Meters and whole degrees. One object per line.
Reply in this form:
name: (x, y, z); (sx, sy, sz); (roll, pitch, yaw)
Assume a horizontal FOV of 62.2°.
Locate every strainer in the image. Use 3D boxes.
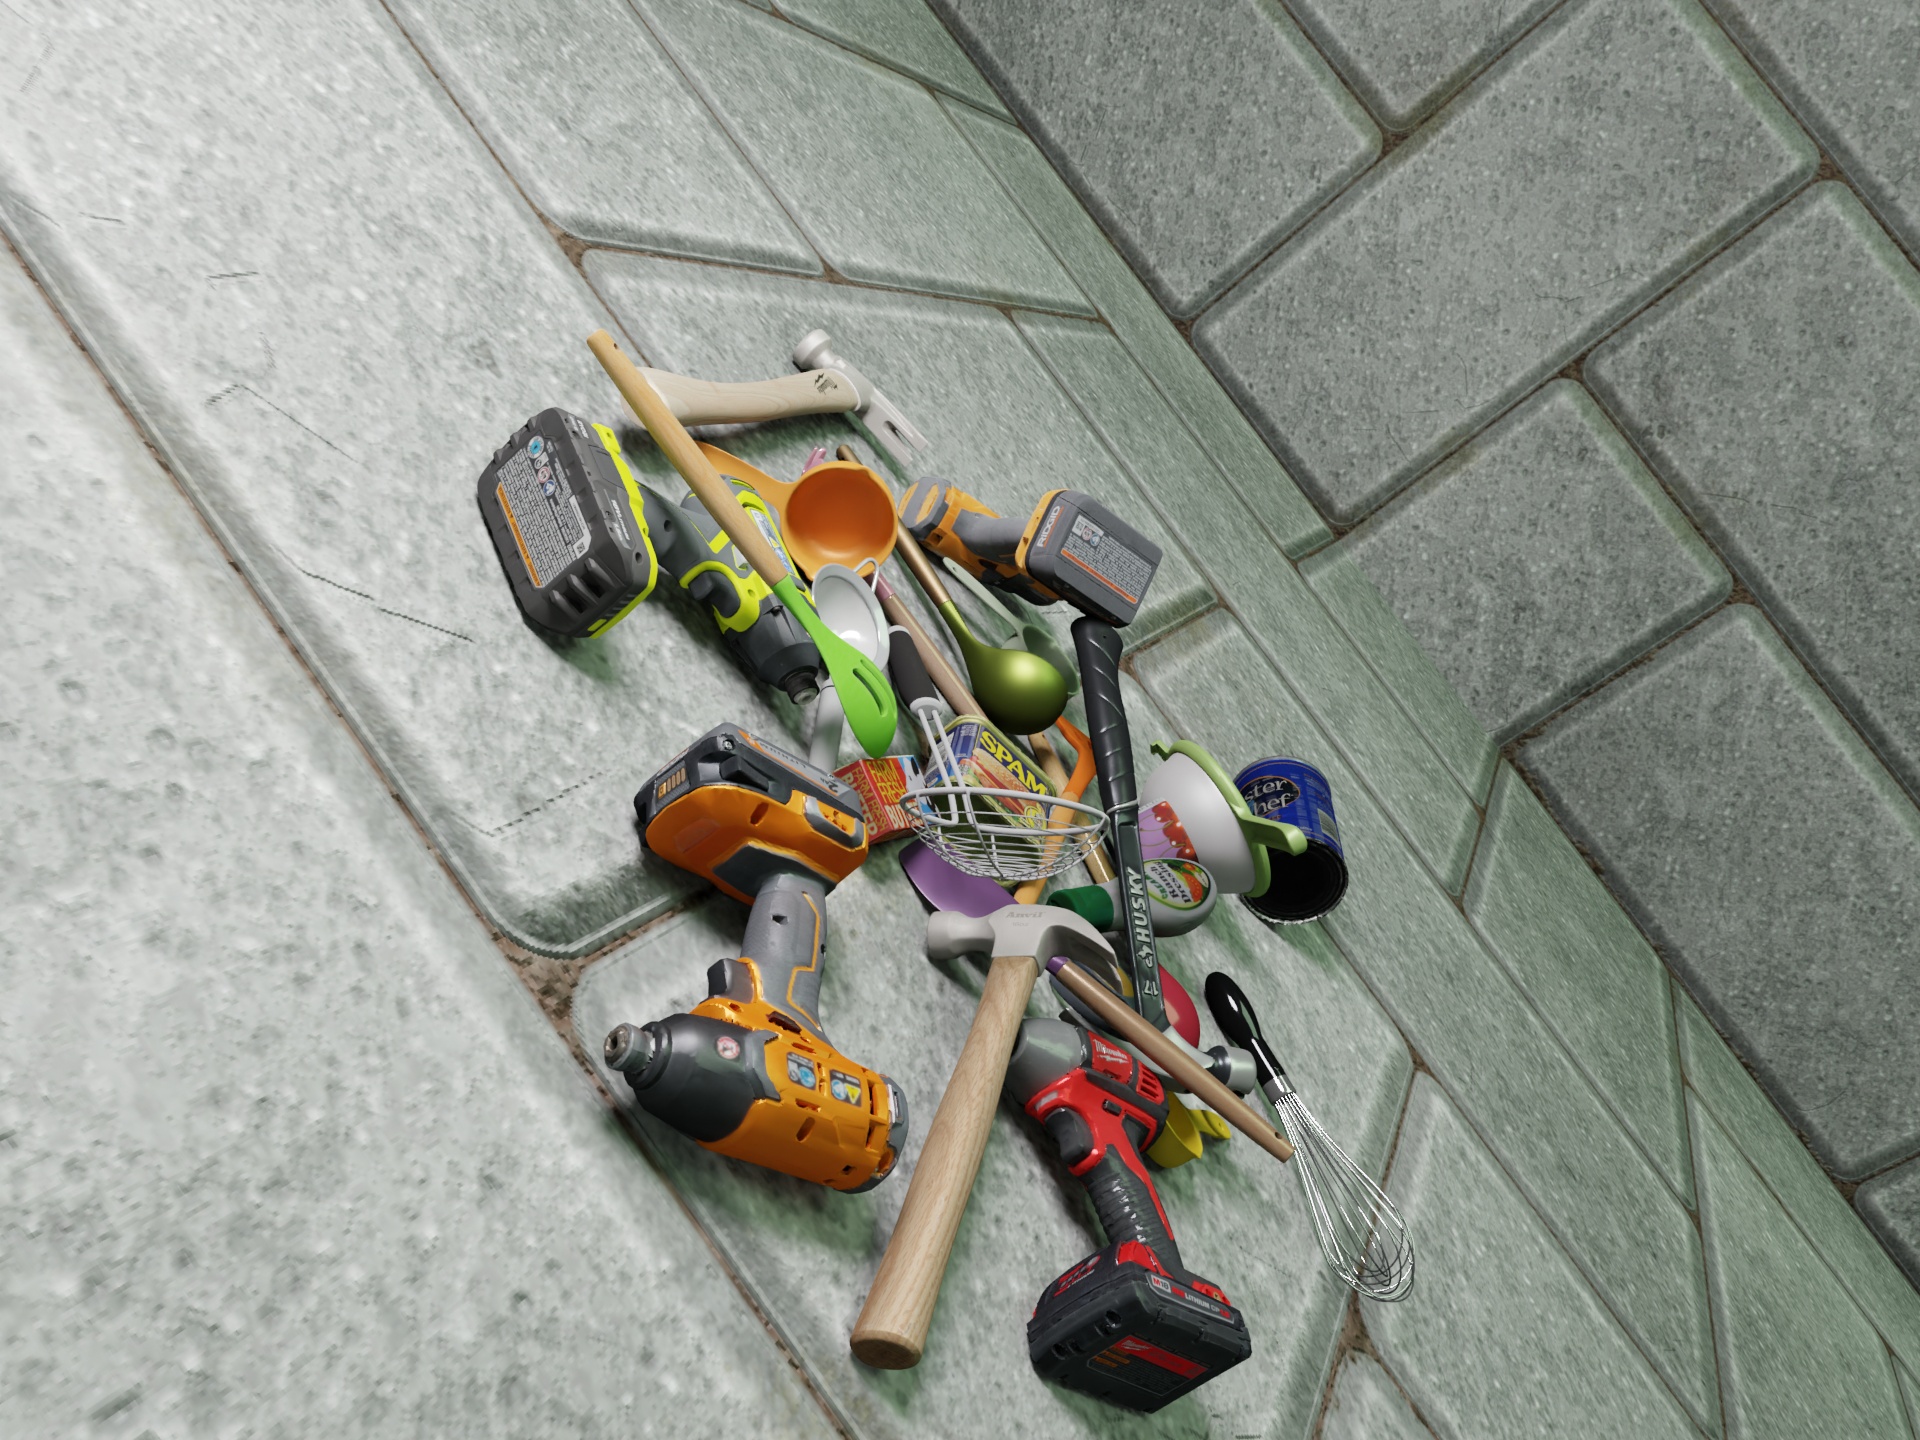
strainer: (-0.088, -0.024, 1.091); (0.086, 0.050, 0.259); (47, 28, -31)
strainer: (0.209, 0.099, 1.318); (0.151, 0.069, 0.256); (65, -10, -6)

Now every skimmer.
skimmer: (-0.002, -0.003, 1.069); (0.127, 0.090, 0.364); (11, 25, -19)

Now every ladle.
ladle: (-0.015, -0.118, 1.334); (0.062, 0.078, 0.320); (-14, 60, -35)
ladle: (0.116, 0.129, 1.257); (0.069, 0.031, 0.316); (20, 37, -48)

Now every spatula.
spatula: (0.085, 0.178, 1.031); (0.316, 0.018, 0.060); (38, 35, 15)
spatula: (0.074, 0.079, 1.225); (0.081, 0.041, 0.323); (38, 34, -5)

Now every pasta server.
pasta server: (-0.036, -0.079, 1.263); (0.316, 0.040, 0.060); (54, 13, 4)

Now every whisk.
whisk: (0.263, 0.314, 1.227); (0.070, 0.070, 0.285); (20, 34, -50)

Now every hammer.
hammer: (0.117, 0.081, 1.178); (0.149, 0.036, 0.409); (15, 47, -23)
hammer: (-0.145, -0.250, 1.268); (0.146, 0.038, 0.410); (46, 22, 3)
hammer: (0.008, 0.210, 0.875); (0.331, 0.130, 0.031); (-65, 144, -55)

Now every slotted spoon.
slotted spoon: (-0.128, -0.107, 0.980); (0.313, 0.031, 0.070); (54, 20, -16)

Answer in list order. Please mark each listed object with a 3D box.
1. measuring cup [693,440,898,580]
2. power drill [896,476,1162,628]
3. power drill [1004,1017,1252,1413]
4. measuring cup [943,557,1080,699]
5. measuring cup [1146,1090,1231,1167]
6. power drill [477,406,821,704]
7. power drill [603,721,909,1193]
measuring cup: (-0.128, -0.171, 1.199); (0.173, 0.095, 0.052); (26, 14, -7)
power drill: (0.071, -0.139, 1.377); (0.185, 0.084, 0.226); (29, -7, -37)
power drill: (0.080, 0.273, 0.931); (0.143, 0.078, 0.220); (35, 26, -33)
measuring cup: (0.035, -0.074, 1.382); (0.167, 0.038, 0.083); (43, 25, -14)
measuring cup: (0.157, 0.288, 1.117); (0.062, 0.029, 0.156); (61, 14, 27)
power drill: (-0.177, -0.096, 0.992); (0.223, 0.080, 0.171); (16, 42, -57)
power drill: (-0.111, 0.115, 0.808); (0.164, 0.084, 0.227); (31, 35, -38)
